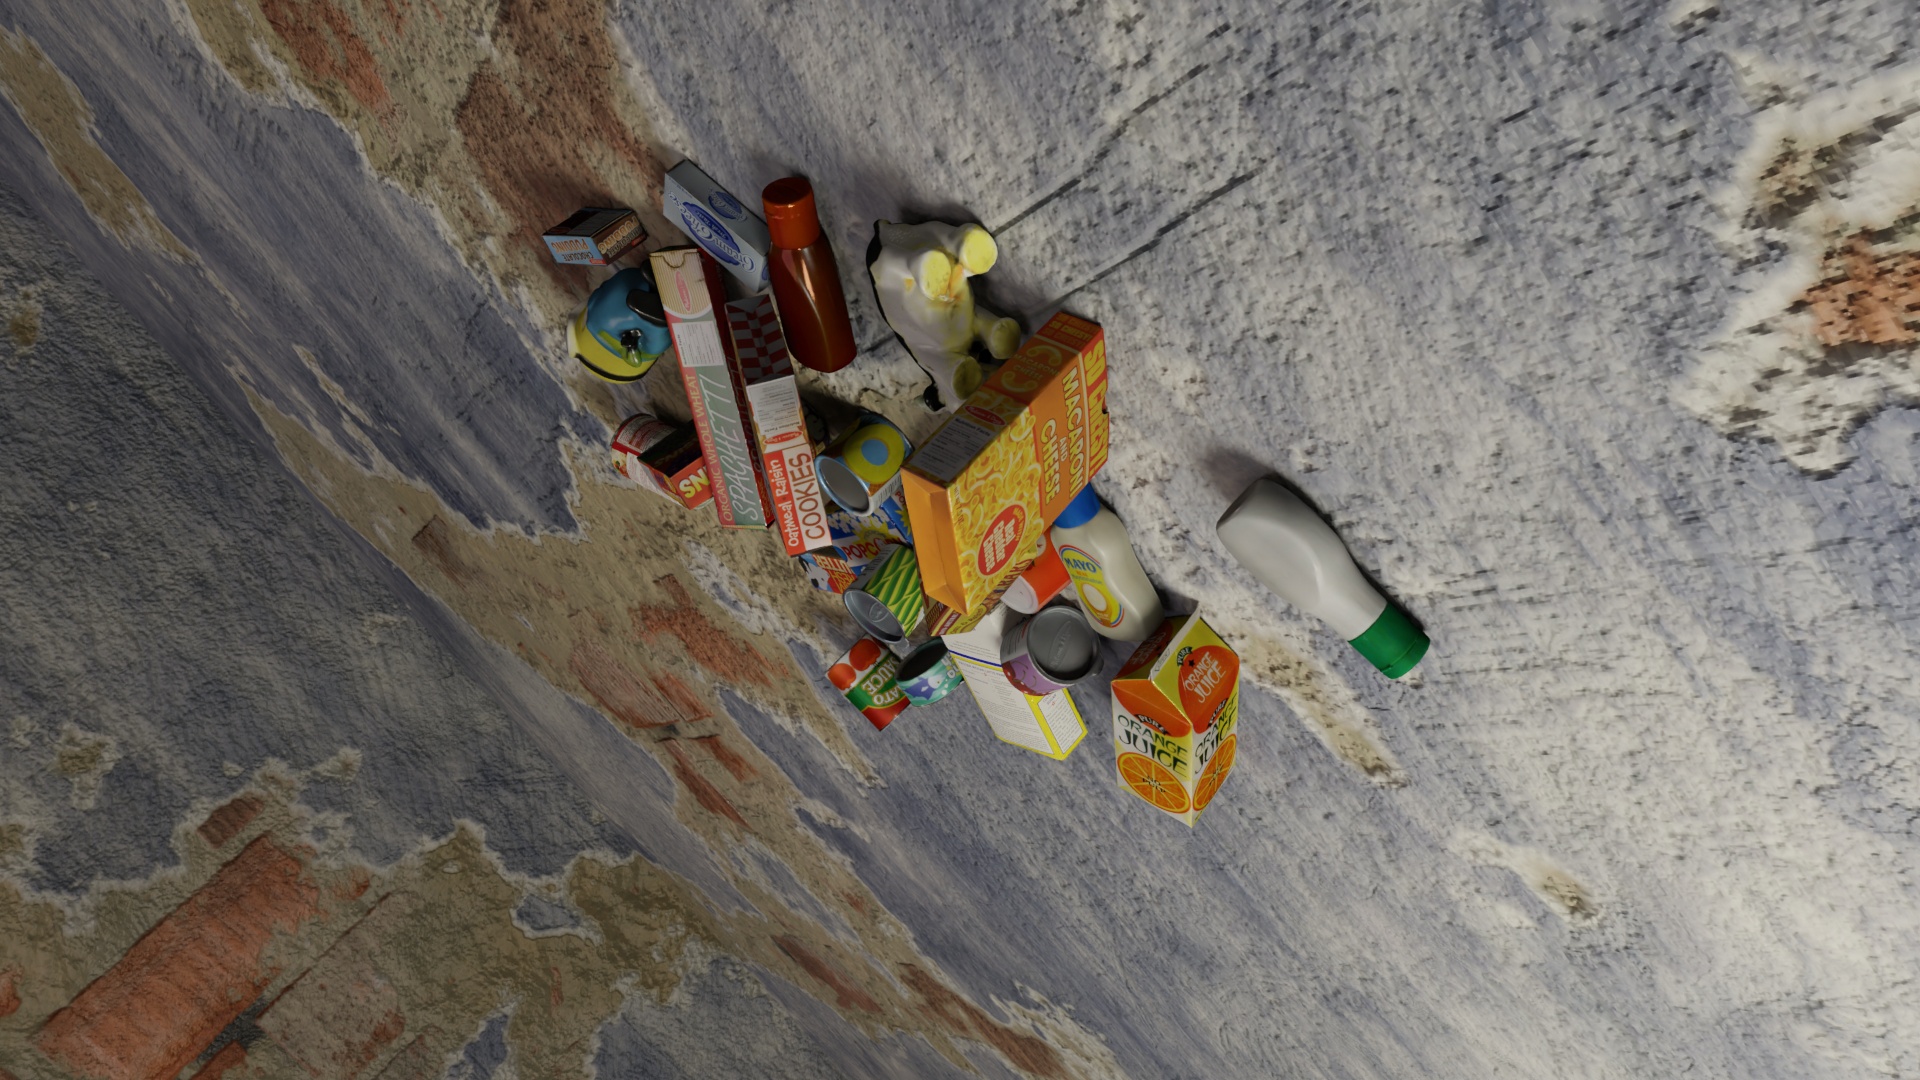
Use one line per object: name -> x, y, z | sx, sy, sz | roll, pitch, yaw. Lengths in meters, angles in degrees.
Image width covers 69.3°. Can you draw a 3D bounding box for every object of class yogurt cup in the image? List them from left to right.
yogurt cup -> 0.055, 0.020, 1.084 | 0.072, 0.054, 0.072 | 32, 150, 21

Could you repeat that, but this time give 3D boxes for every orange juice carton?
orange juice carton -> 0.166, 0.131, 1.069 | 0.073, 0.072, 0.191 | 26, 147, 28

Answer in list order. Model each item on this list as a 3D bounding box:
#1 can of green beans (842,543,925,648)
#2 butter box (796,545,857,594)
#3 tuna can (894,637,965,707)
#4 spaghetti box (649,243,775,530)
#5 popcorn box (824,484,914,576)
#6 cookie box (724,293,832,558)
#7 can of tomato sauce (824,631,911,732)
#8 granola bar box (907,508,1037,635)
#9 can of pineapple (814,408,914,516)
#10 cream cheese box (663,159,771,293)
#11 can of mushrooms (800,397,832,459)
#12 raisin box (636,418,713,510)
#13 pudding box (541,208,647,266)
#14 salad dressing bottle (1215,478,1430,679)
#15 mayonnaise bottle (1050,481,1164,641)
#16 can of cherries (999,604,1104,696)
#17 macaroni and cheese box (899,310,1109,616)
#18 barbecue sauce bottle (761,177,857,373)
can of green beans -> -0.057, 0.045, 1.176 | 0.071, 0.058, 0.071 | 30, 150, 20
butter box -> -0.116, 0.027, 1.348 | 0.103, 0.024, 0.053 | 9, 135, 47
tuna can -> -0.026, 0.124, 1.318 | 0.071, 0.071, 0.032 | -5, 124, 55
spaghetti box -> -0.204, -0.126, 1.169 | 0.050, 0.029, 0.249 | 1, 117, 25
popcorn box -> -0.066, -0.005, 1.225 | 0.085, 0.038, 0.126 | 53, 150, -18
cookie box -> -0.144, -0.089, 1.092 | 0.123, 0.040, 0.166 | -113, 12, -48
can of tomato sauce -> -0.088, 0.143, 1.422 | 0.083, 0.071, 0.071 | 45, 152, 0
granola bar box -> 0.004, -0.013, 1.049 | 0.164, 0.039, 0.124 | 125, 138, -61
can of pineapple -> -0.080, -0.063, 1.143 | 0.071, 0.058, 0.070 | 32, 150, 22
cream cheese box -> -0.184, -0.242, 1.075 | 0.104, 0.024, 0.053 | 41, 153, 7
can of mushrooms -> -0.147, -0.093, 1.217 | 0.071, 0.033, 0.070 | 32, 149, 22
raisin box -> -0.239, -0.075, 1.275 | 0.040, 0.086, 0.123 | 61, 163, -24
pudding box -> -0.314, -0.261, 1.192 | 0.084, 0.050, 0.030 | 14, 138, 42
salad dressing bottle -> 0.229, 0.026, 0.876 | 0.147, 0.044, 0.064 | 43, 150, 0
mayonnaise bottle -> 0.099, 0.008, 1.023 | 0.065, 0.041, 0.147 | 11, 139, 48
can of cherries -> 0.075, 0.094, 1.143 | 0.071, 0.072, 0.058 | 46, 152, -3
macaroni and cheese box -> 0.035, -0.050, 0.895 | 0.040, 0.167, 0.123 | 27, 148, 28
barbecue sauce bottle -> -0.115, -0.196, 1.026 | 0.065, 0.044, 0.147 | 36, 151, 33
